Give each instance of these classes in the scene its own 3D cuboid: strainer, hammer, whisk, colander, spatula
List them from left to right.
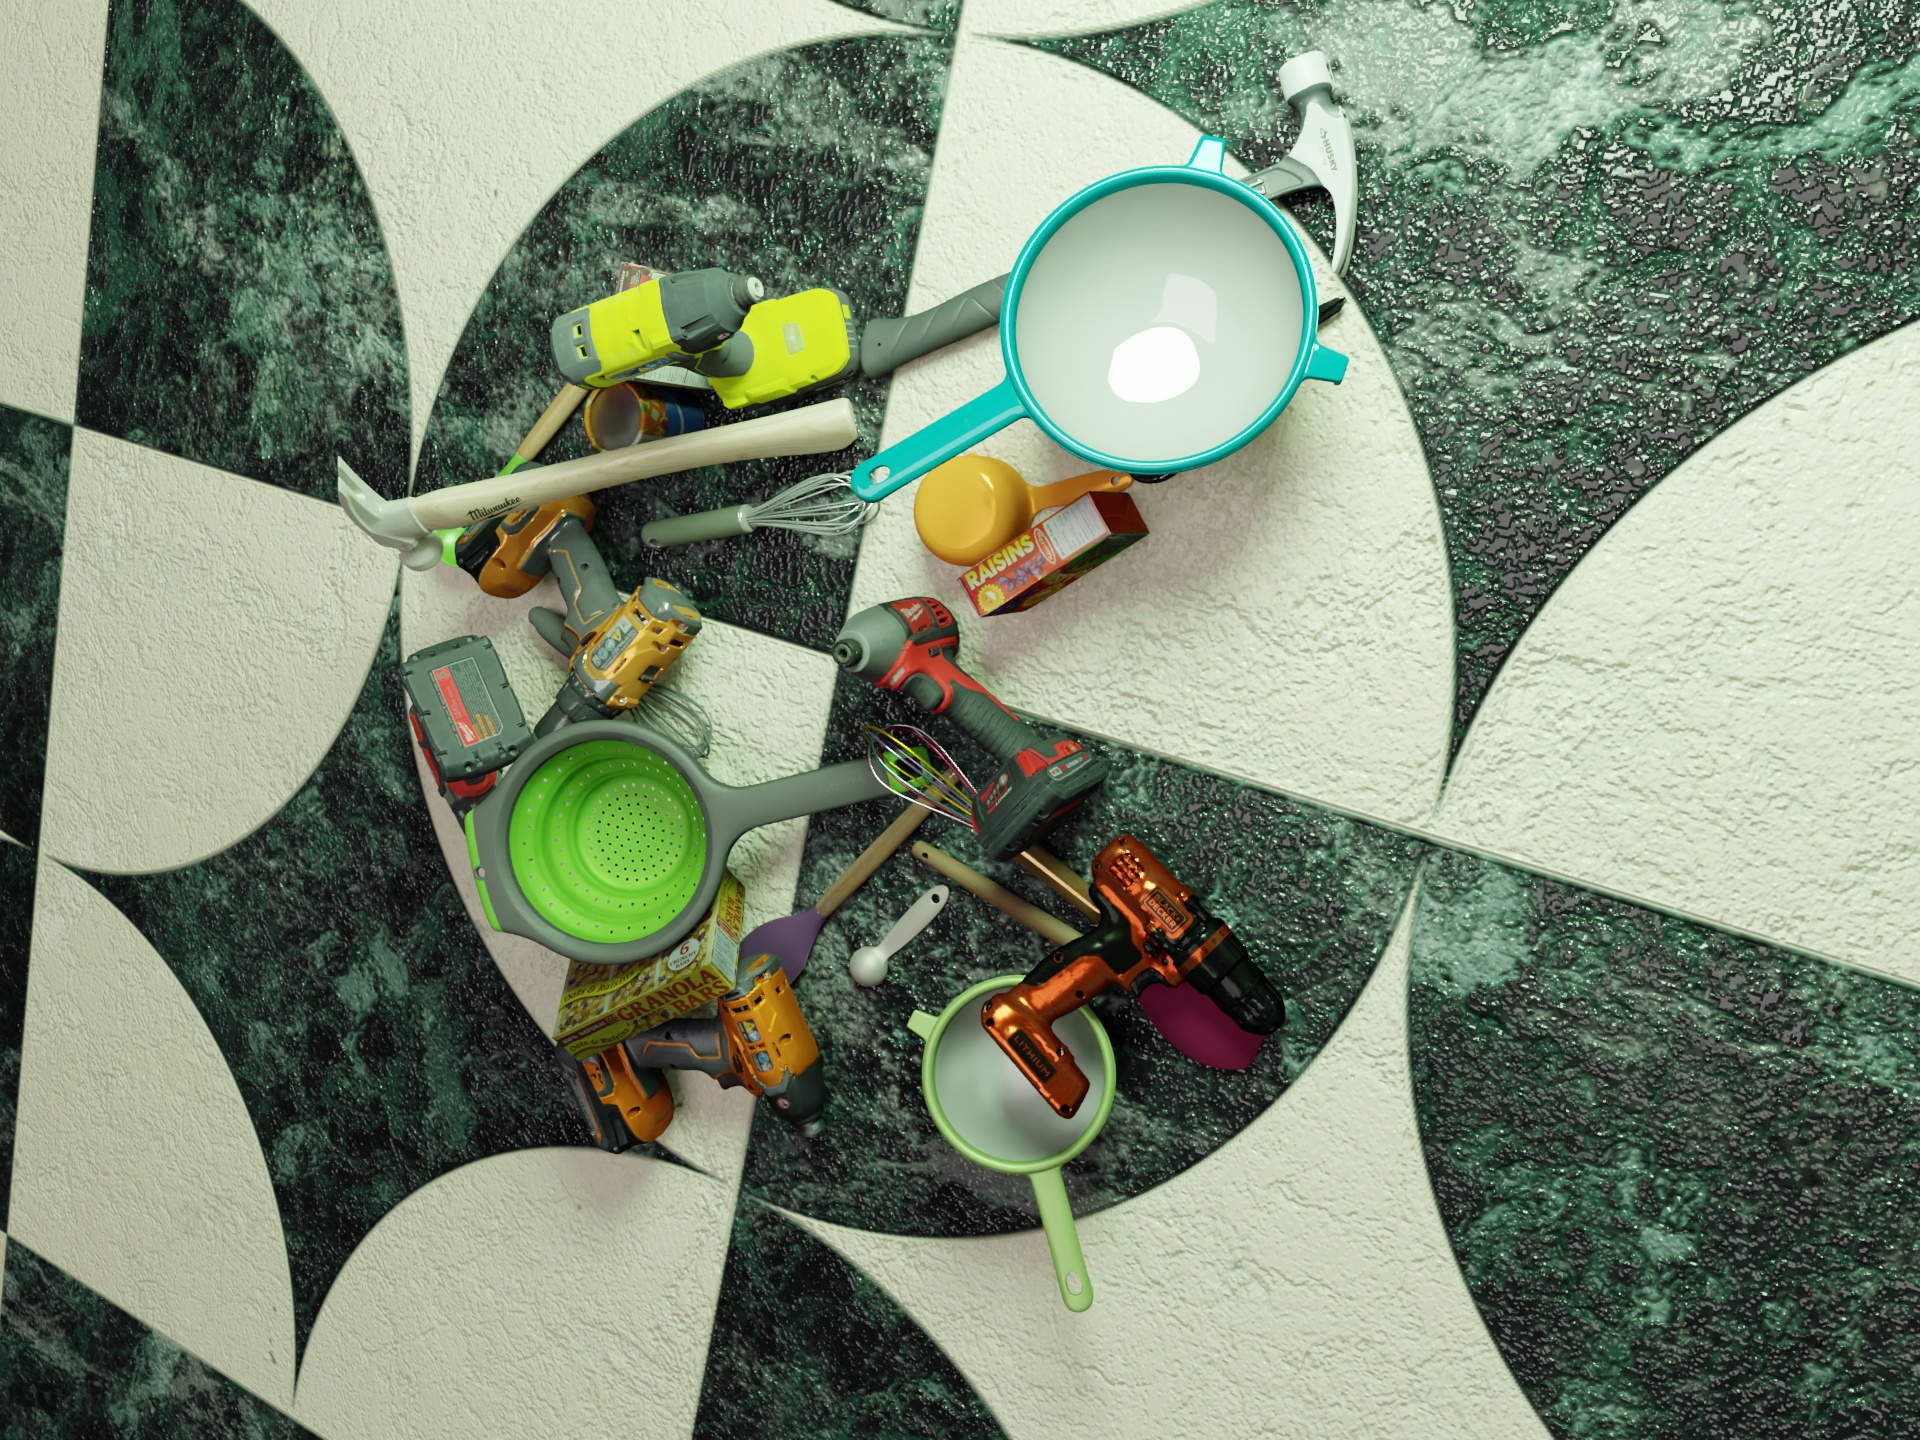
[{"bbox_3d":[-0.289,-0.207,1.286,0.410,0.146,0.038,-12,70,4],"label":"hammer"},{"bbox_3d":[-0.306,-0.037,1.417,0.239,0.055,0.055,35,110,23],"label":"whisk"},{"bbox_3d":[-0.213,0.081,1.355,0.397,0.094,0.204,-14,90,5],"label":"colander"},{"bbox_3d":[-0.172,-0.172,1.338,0.246,0.057,0.059,-5,59,30],"label":"whisk"},{"bbox_3d":[-0.103,0.143,1.350,0.316,0.018,0.060,-46,75,24],"label":"spatula"},{"bbox_3d":[0.020,0.079,1.258,0.245,0.051,0.047,38,130,7],"label":"whisk"},{"bbox_3d":[0.063,0.327,1.245,0.151,0.069,0.256,-16,80,6],"label":"strainer"},{"bbox_3d":[0.083,-0.234,1.107,0.340,0.095,0.211,-28,80,9],"label":"strainer"},{"bbox_3d":[0.098,-0.338,1.185,0.409,0.036,0.149,-16,89,28],"label":"hammer"}]

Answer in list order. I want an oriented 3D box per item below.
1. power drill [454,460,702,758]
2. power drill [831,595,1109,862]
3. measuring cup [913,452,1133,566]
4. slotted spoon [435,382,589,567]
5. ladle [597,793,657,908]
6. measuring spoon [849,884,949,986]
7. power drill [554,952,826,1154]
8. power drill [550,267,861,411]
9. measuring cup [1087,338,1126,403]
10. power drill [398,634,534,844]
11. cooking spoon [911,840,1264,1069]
[{"bbox_3d":[-0.348,-0.092,1.386,0.185,0.084,0.226,-47,67,12],"label":"power drill"},{"bbox_3d":[-0.002,-0.004,1.214,0.220,0.143,0.078,47,116,12],"label":"power drill"},{"bbox_3d":[0.044,-0.169,1.220,0.173,0.052,0.095,-9,91,26],"label":"measuring cup"},{"bbox_3d":[-0.379,-0.257,1.439,0.313,0.031,0.070,-45,76,22],"label":"slotted spoon"},{"bbox_3d":[-0.313,0.220,1.461,0.069,0.031,0.315,10,102,25],"label":"ladle"},{"bbox_3d":[-0.052,0.179,1.328,0.034,0.018,0.124,49,113,14],"label":"measuring spoon"},{"bbox_3d":[-0.226,0.307,1.393,0.226,0.084,0.164,-19,99,23],"label":"power drill"},{"bbox_3d":[-0.178,-0.295,1.222,0.171,0.223,0.080,-11,91,27],"label":"power drill"},{"bbox_3d":[0.125,-0.233,1.159,0.168,0.038,0.083,28,102,30],"label":"measuring cup"},{"bbox_3d":[-0.434,0.037,1.420,0.188,0.080,0.226,64,157,8],"label":"power drill"},{"bbox_3d":[0.093,0.177,1.254,0.319,0.017,0.068,29,107,21],"label":"cooking spoon"}]
